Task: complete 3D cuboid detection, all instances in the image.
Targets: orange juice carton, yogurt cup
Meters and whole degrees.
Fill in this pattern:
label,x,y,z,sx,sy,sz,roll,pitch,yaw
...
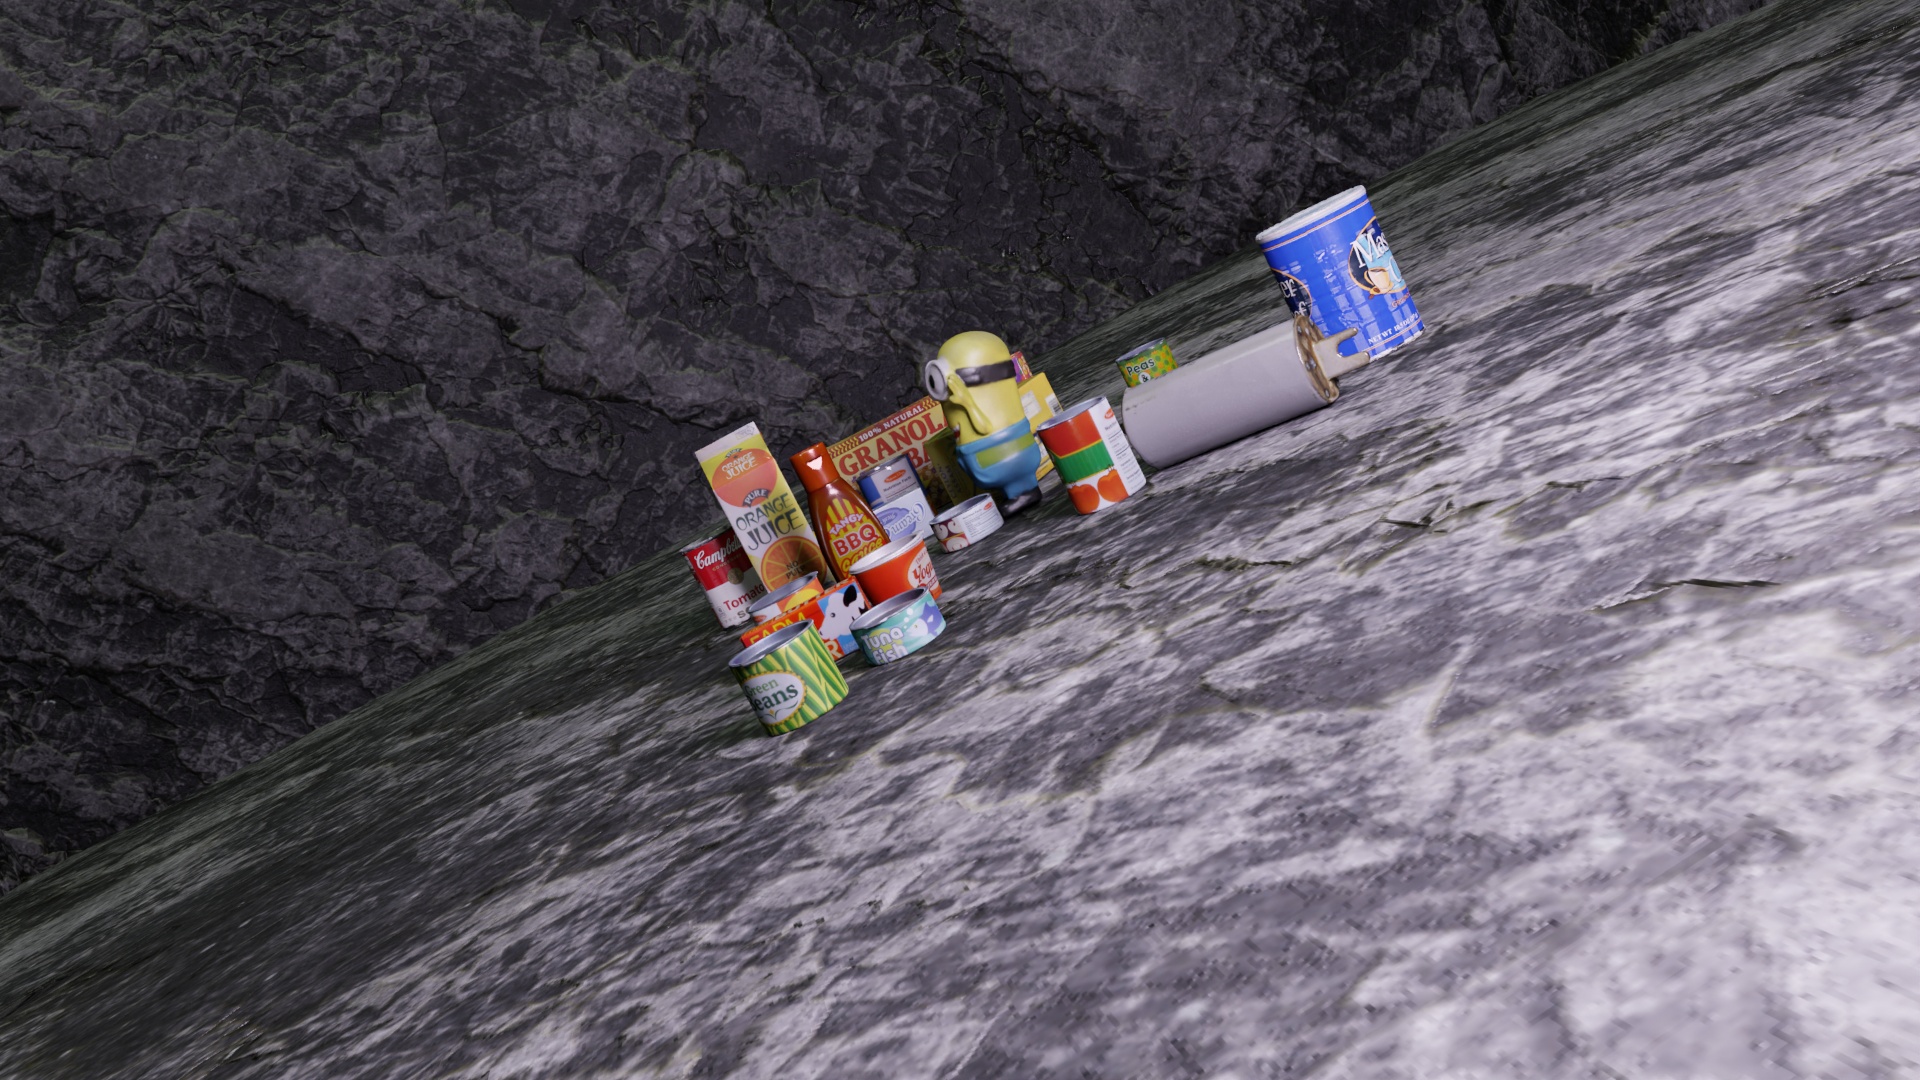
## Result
label,x,y,z,sx,sy,sz,roll,pitch,yaw
orange juice carton,-0.204,-0.024,1.466,0.072,0.192,0.073,-28,9,-6
yogurt cup,-0.051,0.032,1.152,0.072,0.054,0.072,-26,9,4

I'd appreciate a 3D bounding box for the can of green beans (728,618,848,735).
label,x,y,z,sx,sy,sz,roll,pitch,yaw
can of green beans,-0.120,0.096,0.974,0.071,0.057,0.071,-26,9,4

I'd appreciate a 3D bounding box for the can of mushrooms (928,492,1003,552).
label,x,y,z,sx,sy,sz,roll,pitch,yaw
can of mushrooms,0.005,-0.017,1.334,0.071,0.033,0.071,-26,9,4

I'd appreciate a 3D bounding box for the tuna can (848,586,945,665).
label,x,y,z,sx,sy,sz,roll,pitch,yaw
tuna can,-0.047,0.064,1.026,0.071,0.033,0.071,-26,9,4

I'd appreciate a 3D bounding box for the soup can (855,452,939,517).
label,x,y,z,sx,sy,sz,roll,pitch,yaw
soup can,-0.071,-0.047,1.560,0.071,0.083,0.071,-26,9,4

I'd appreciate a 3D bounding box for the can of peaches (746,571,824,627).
label,x,y,z,sx,sy,sz,roll,pitch,yaw
can of peaches,-0.137,0.068,1.183,0.071,0.058,0.071,-26,9,4

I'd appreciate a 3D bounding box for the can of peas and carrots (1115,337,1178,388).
label,x,y,z,sx,sy,sz,roll,pitch,yaw
can of peas and carrots,0.229,-0.205,1.680,0.071,0.058,0.071,-26,9,4

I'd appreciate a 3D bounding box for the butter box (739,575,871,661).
label,x,y,z,sx,sy,sz,roll,pitch,yaw
butter box,-0.118,0.075,1.102,0.103,0.053,0.024,-27,9,-3

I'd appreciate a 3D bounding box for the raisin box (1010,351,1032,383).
label,x,y,z,sx,sy,sz,roll,pitch,yaw
raisin box,0.058,-0.151,1.654,0.086,0.123,0.040,-24,9,19

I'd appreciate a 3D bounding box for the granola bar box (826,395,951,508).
label,x,y,z,sx,sy,sz,roll,pitch,yaw
granola bar box,-0.060,-0.092,1.654,0.166,0.124,0.039,-28,8,-5

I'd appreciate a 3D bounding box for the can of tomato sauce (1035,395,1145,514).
label,x,y,z,sx,sy,sz,roll,pitch,yaw
can of tomato sauce,0.110,-0.072,1.187,0.071,0.083,0.071,-26,9,4

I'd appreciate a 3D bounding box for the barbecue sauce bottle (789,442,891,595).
label,x,y,z,sx,sy,sz,roll,pitch,yaw
barbecue sauce bottle,-0.114,-0.021,1.327,0.065,0.148,0.043,-29,9,-12

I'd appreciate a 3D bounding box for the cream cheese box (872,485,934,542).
label,x,y,z,sx,sy,sz,roll,pitch,yaw
cream cheese box,-0.078,-0.011,1.476,0.104,0.053,0.024,-28,9,-7
